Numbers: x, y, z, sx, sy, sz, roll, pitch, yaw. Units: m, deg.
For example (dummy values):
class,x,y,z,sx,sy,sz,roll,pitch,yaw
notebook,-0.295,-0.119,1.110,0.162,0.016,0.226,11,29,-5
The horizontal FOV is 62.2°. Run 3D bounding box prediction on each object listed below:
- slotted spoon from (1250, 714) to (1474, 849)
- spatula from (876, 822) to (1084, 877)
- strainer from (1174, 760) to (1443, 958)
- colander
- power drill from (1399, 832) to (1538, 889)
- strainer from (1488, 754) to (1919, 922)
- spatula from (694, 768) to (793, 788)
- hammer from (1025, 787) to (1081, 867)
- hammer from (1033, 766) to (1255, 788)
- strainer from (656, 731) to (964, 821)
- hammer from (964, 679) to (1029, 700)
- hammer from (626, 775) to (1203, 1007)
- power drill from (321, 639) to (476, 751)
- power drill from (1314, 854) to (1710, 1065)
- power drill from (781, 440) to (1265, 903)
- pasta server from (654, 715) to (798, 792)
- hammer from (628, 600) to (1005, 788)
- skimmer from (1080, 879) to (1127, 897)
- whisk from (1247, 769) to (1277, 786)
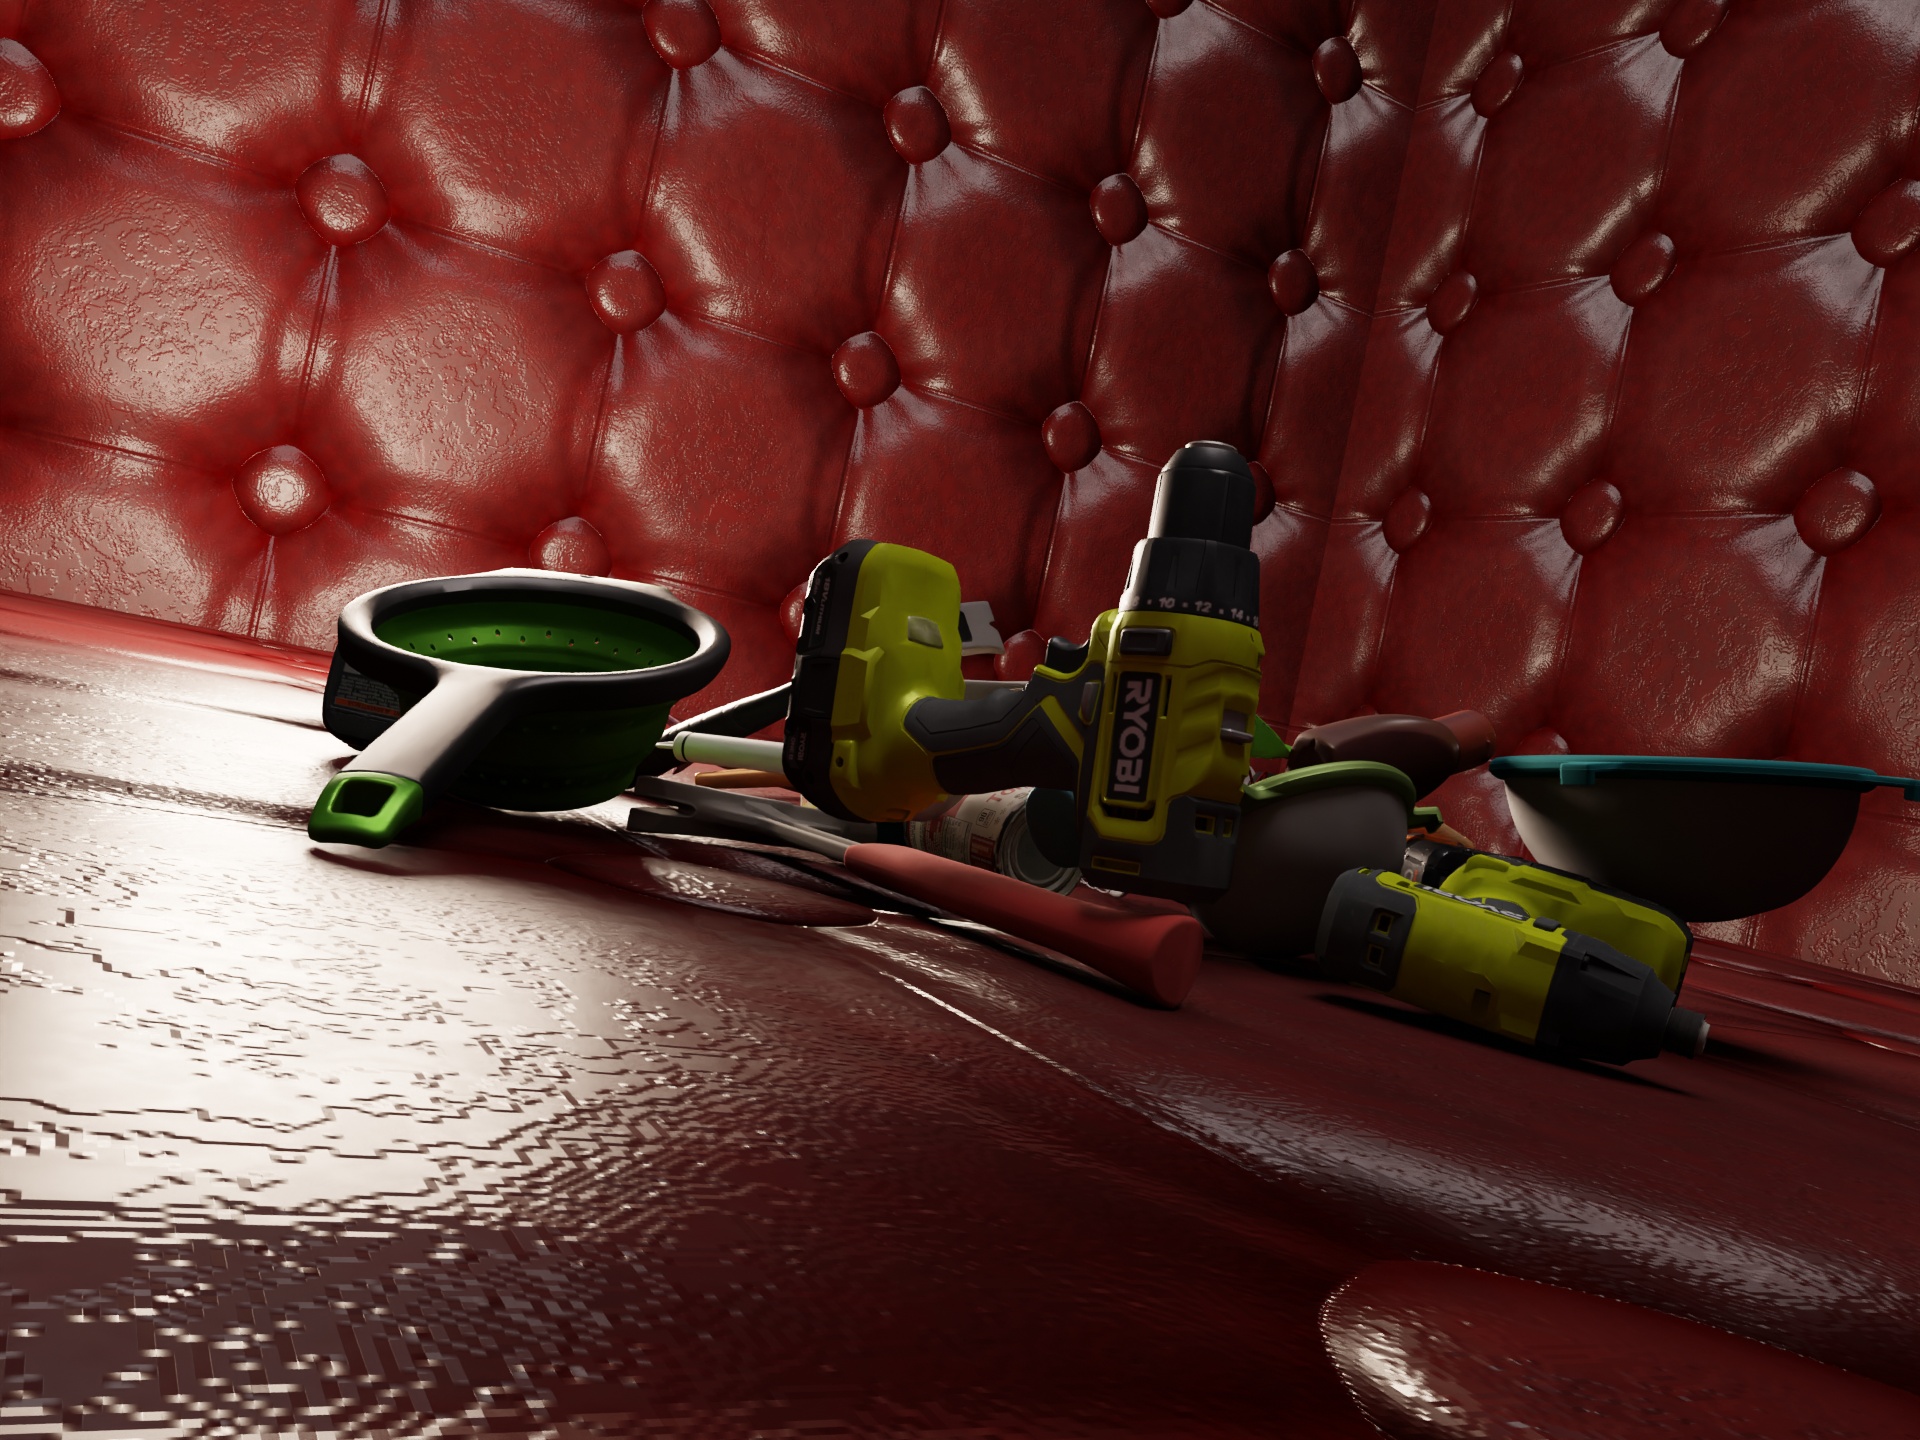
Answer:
class,x,y,z,sx,sy,sz,roll,pitch,yaw
slotted spoon,0.247,0.041,1.022,0.313,0.031,0.070,25,5,-39
spatula,0.024,0.082,1.099,0.082,0.044,0.317,-14,-17,34
strainer,0.161,0.072,0.827,0.151,0.069,0.256,-28,-30,20
colander,-0.232,0.015,0.792,0.204,0.094,0.397,7,18,-2
power drill,0.294,0.121,1.099,0.164,0.084,0.226,12,-4,-27
strainer,0.425,0.077,1.009,0.211,0.095,0.340,3,-4,1
spatula,-0.057,0.032,1.314,0.322,0.041,0.081,-3,4,-13
hammer,0.102,0.059,0.939,0.033,0.128,0.331,-20,-9,18
hammer,0.053,0.050,1.240,0.331,0.031,0.130,8,-25,-9
strainer,-0.080,0.027,0.948,0.258,0.050,0.087,6,15,31
hammer,-0.002,-0.003,1.024,0.146,0.038,0.410,1,-1,-5
hammer,-0.024,0.074,0.765,0.149,0.037,0.359,12,-1,-35
power drill,-0.322,-0.005,1.074,0.185,0.084,0.226,13,-5,-10
power drill,0.295,0.123,0.808,0.171,0.080,0.223,17,6,29
power drill,0.032,-0.027,0.718,0.229,0.190,0.080,5,-5,41
pasta server,-0.197,0.037,1.351,0.040,0.060,0.316,-8,-14,21
hammer,-0.119,-0.011,1.041,0.335,0.035,0.146,-21,-4,39
skimmer,0.160,0.086,1.180,0.090,0.127,0.363,-35,-29,23
whisk,0.193,0.057,1.052,0.073,0.073,0.296,12,6,16
